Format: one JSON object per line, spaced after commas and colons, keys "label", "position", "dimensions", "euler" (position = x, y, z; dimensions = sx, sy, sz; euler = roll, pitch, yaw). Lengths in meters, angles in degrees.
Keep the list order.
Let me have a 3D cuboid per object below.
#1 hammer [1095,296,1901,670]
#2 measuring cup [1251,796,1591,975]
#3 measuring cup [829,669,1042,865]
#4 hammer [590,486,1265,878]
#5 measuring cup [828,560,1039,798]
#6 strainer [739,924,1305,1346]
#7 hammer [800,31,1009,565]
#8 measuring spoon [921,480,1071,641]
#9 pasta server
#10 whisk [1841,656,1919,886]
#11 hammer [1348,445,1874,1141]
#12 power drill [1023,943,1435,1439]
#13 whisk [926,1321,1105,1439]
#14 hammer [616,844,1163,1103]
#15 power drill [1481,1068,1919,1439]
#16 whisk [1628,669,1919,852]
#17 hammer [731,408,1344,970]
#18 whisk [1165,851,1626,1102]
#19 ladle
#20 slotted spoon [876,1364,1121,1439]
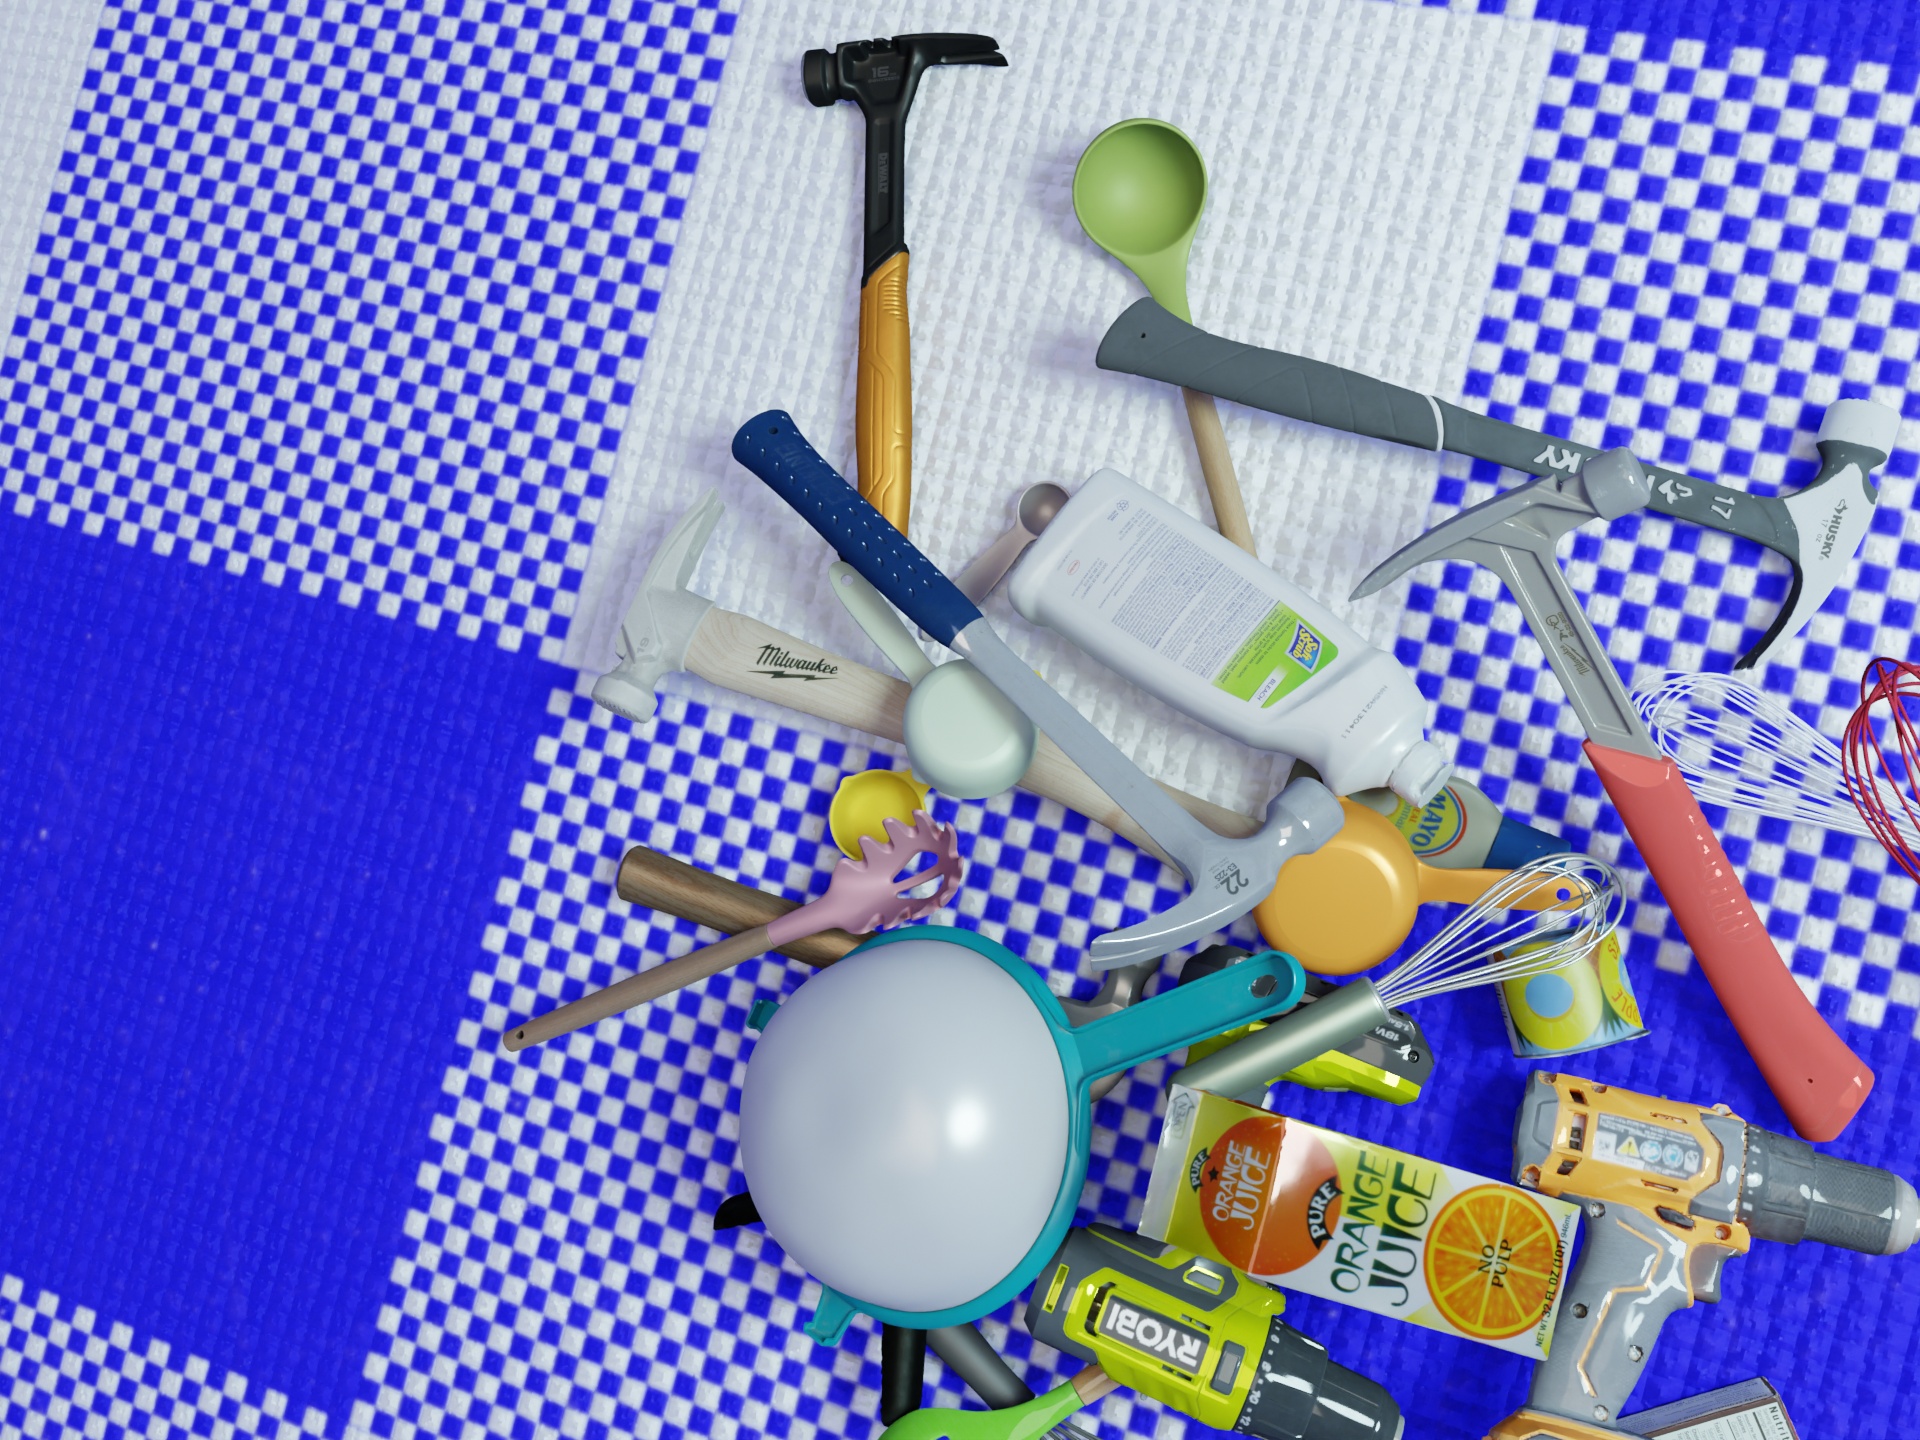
{"label": "hammer", "position": [0.271, -0.149, 0.853], "dimensions": [0.409, 0.036, 0.149], "euler": [18, 91, 8]}
{"label": "measuring cup", "position": [0.234, 0.090, 0.817], "dimensions": [0.173, 0.052, 0.095], "euler": [2, 99, 15]}
{"label": "measuring cup", "position": [-0.010, 0.026, 0.944], "dimensions": [0.156, 0.029, 0.062], "euler": [-41, 76, -4]}
{"label": "hammer", "position": [-0.001, -0.003, 0.916], "dimensions": [0.411, 0.038, 0.146], "euler": [21, 78, 9]}
{"label": "measuring cup", "position": [-0.023, -0.031, 0.886], "dimensions": [0.083, 0.038, 0.168], "euler": [-38, 77, -7]}
{"label": "strainer", "position": [0.006, 0.181, 0.798], "dimensions": [0.340, 0.095, 0.211], "euler": [-28, 63, 27]}
{"label": "hammer", "position": [-0.038, -0.251, 0.967], "dimensions": [0.127, 0.034, 0.337], "euler": [0, 85, 16]}
{"label": "measuring spoon", "position": [0.021, -0.092, 0.949], "dimensions": [0.124, 0.018, 0.034], "euler": [-46, 78, 14]}
{"label": "pasta server", "position": [-0.136, 0.133, 0.923], "dimensions": [0.316, 0.040, 0.060], "euler": [-23, 68, 13]}
{"label": "whisk", "position": [0.490, 0.100, 0.750], "dimensions": [0.073, 0.073, 0.295], "euler": [-25, 100, 11]}
{"label": "hammer", "position": [0.341, 0.051, 0.794], "dimensions": [0.149, 0.037, 0.359], "euler": [-27, 95, 34]}
{"label": "power drill", "position": [0.159, 0.250, 0.823], "dimensions": [0.190, 0.080, 0.228], "euler": [20, 79, 13]}
{"label": "whisk", "position": [0.035, 0.380, 0.884], "dimensions": [0.239, 0.055, 0.055], "euler": [41, 96, 19]}
{"label": "hammer", "position": [-0.054, 0.141, 0.936], "dimensions": [0.331, 0.031, 0.130], "euler": [17, 89, 16]}
{"label": "power drill", "position": [0.351, 0.297, 0.768], "dimensions": [0.185, 0.084, 0.226], "euler": [10, 70, 20]}
{"label": "whisk", "position": [0.469, 0.049, 0.797], "dimensions": [0.285, 0.070, 0.070], "euler": [26, 92, 11]}
{"label": "hammer", "position": [0.006, -0.037, 0.850], "dimensions": [0.144, 0.035, 0.406], "euler": [-37, 63, -17]}
{"label": "whisk", "position": [0.211, 0.133, 0.784], "dimensions": [0.246, 0.057, 0.059], "euler": [-28, 40, 5]}
{"label": "ladle", "position": [0.134, -0.188, 0.906], "dimensions": [0.078, 0.062, 0.320], "euler": [-16, 84, 14]}
{"label": "slotted spoon", "position": [0.084, 0.344, 0.853], "dimensions": [0.314, 0.031, 0.070], "euler": [-31, 69, -4]}
